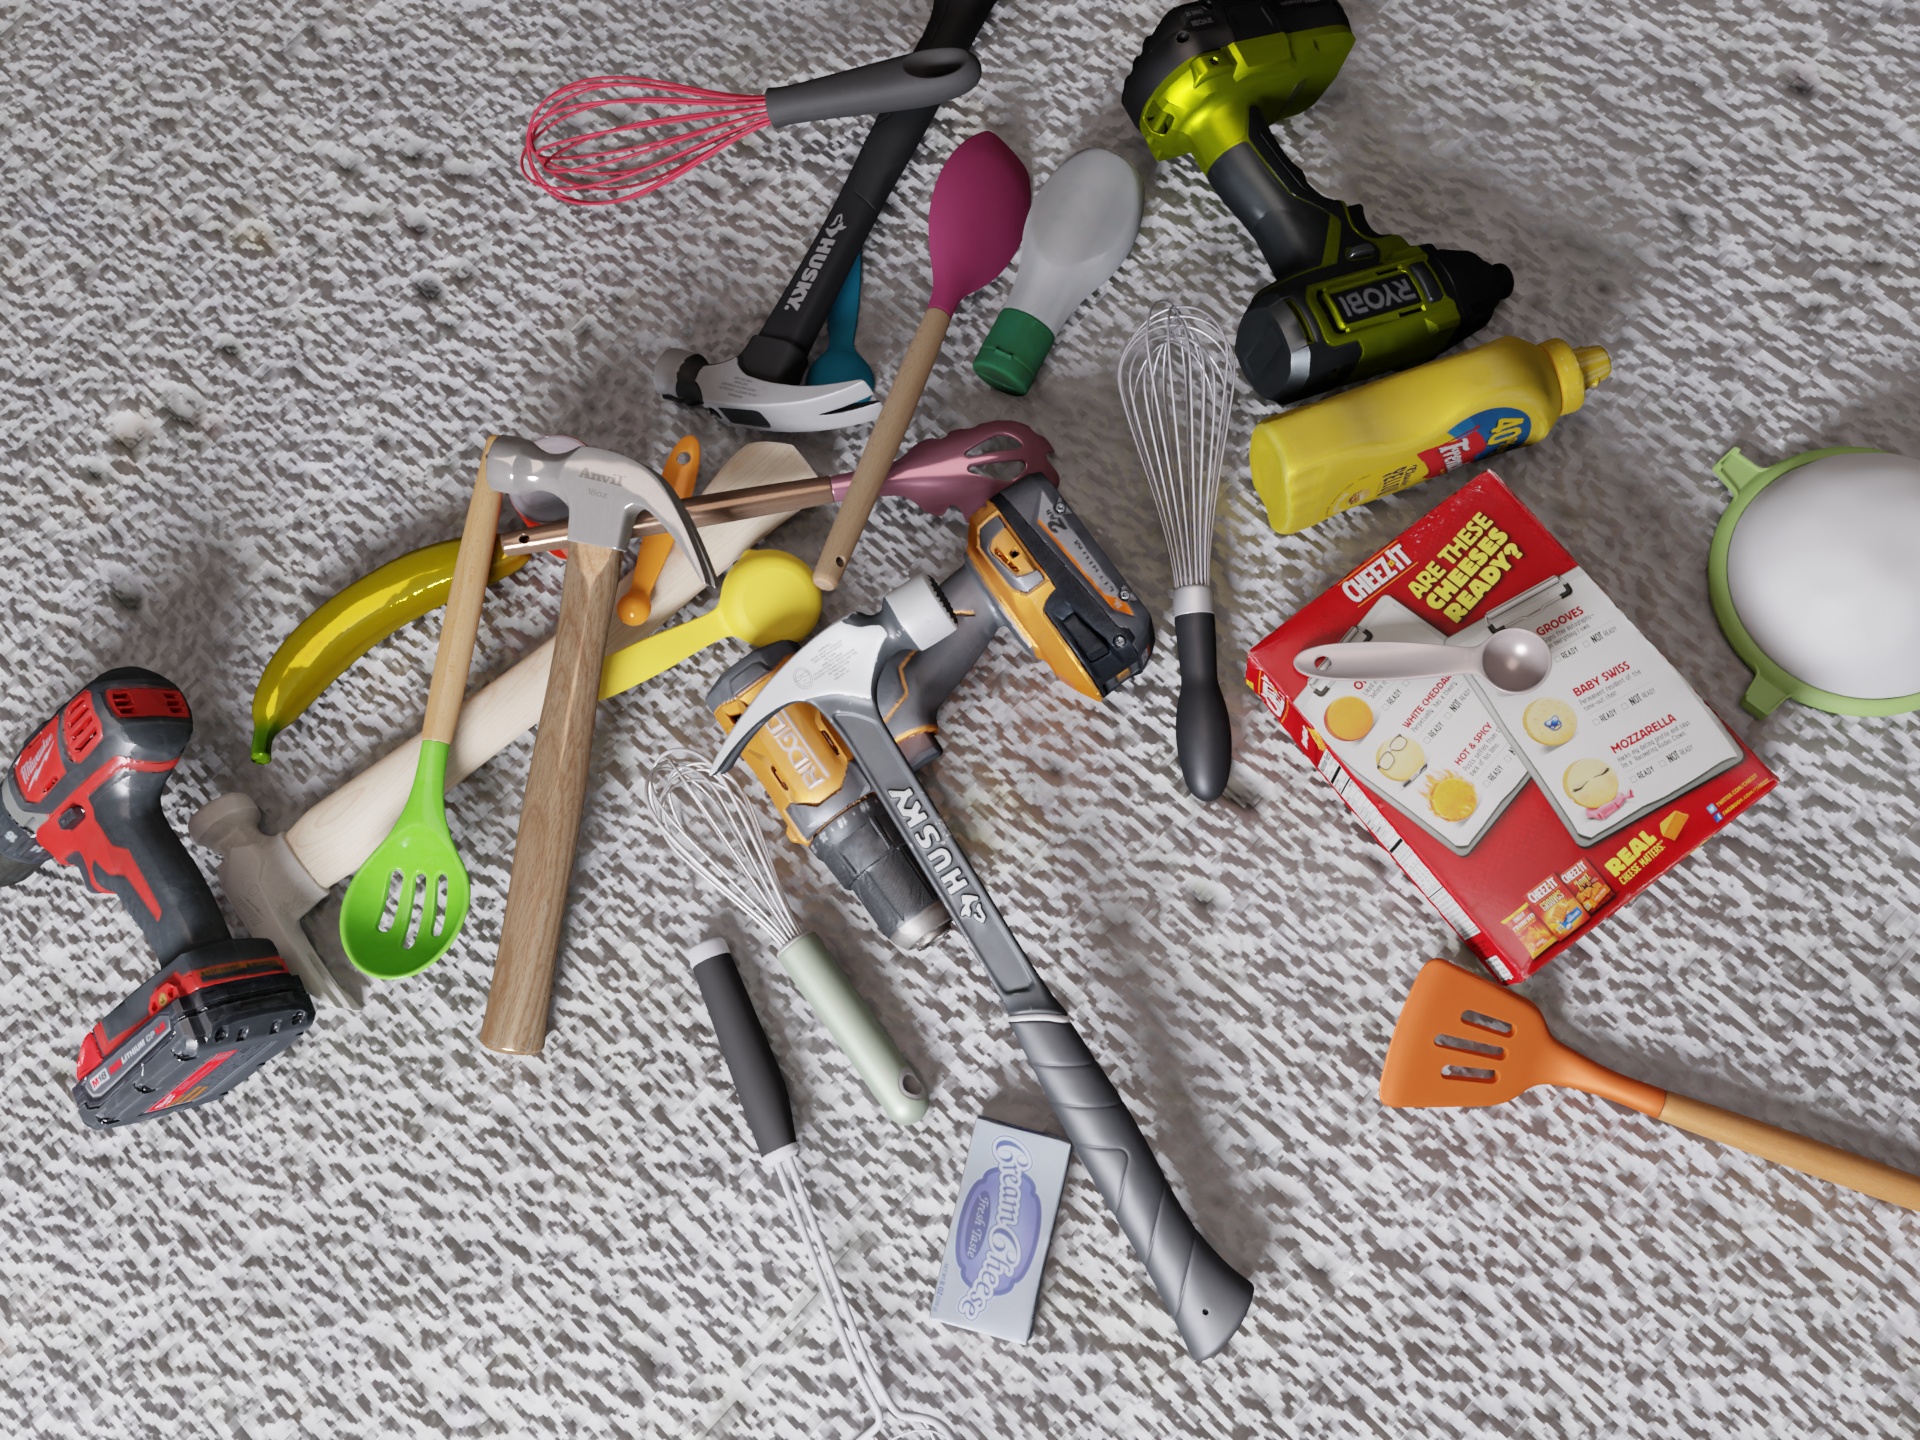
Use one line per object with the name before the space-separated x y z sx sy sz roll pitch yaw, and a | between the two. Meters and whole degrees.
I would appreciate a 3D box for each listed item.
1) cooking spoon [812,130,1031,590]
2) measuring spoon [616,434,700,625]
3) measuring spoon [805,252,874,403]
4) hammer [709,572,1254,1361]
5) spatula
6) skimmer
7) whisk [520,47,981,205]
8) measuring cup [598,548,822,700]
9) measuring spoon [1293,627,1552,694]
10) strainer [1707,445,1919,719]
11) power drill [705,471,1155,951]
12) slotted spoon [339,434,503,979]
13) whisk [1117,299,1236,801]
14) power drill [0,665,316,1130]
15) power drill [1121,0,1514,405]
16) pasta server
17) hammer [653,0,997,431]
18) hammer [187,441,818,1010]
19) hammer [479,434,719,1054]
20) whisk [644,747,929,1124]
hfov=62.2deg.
cooking spoon | -0.020 -0.208 0.895 0.017 0.068 0.319 -7 55 48
measuring spoon | -0.171 -0.110 0.905 0.021 0.011 0.117 15 80 8
measuring spoon | -0.073 -0.245 0.955 0.042 0.021 0.129 -1 77 7
hammer | 0.024 0.135 0.801 0.149 0.036 0.409 -31 86 6
spatula | 0.371 0.201 0.783 0.322 0.041 0.081 18 99 9
skimmer | -0.088 0.281 0.797 0.127 0.090 0.363 -34 70 31
whisk | -0.131 -0.365 0.955 0.296 0.073 0.073 -6 76 13
measuring cup | -0.149 -0.046 0.891 0.156 0.029 0.062 -27 103 -13
measuring spoon | 0.231 -0.028 0.799 0.124 0.018 0.034 1 73 15
strainer | 0.528 -0.083 0.816 0.256 0.069 0.151 -2 76 8
power drill | -0.001 -0.003 0.862 0.226 0.084 0.185 -36 77 2
slotted spoon | -0.285 -0.012 0.888 0.070 0.031 0.314 6 77 6
whisk | 0.127 -0.096 0.882 0.070 0.070 0.285 -4 81 6
power drill | -0.471 0.107 0.882 0.188 0.080 0.227 -35 75 24
power drill | 0.201 -0.297 0.896 0.171 0.080 0.223 -20 77 -21
pasta server | -0.099 -0.124 0.898 0.316 0.040 0.060 -10 82 -3
hammer | -0.051 -0.319 0.952 0.146 0.035 0.335 19 76 28
hammer | -0.241 -0.011 0.915 0.410 0.038 0.146 -39 77 -3
hammer | -0.214 0.019 0.862 0.130 0.031 0.331 11 94 6
whisk | -0.095 0.116 0.865 0.059 0.058 0.246 -45 76 31
